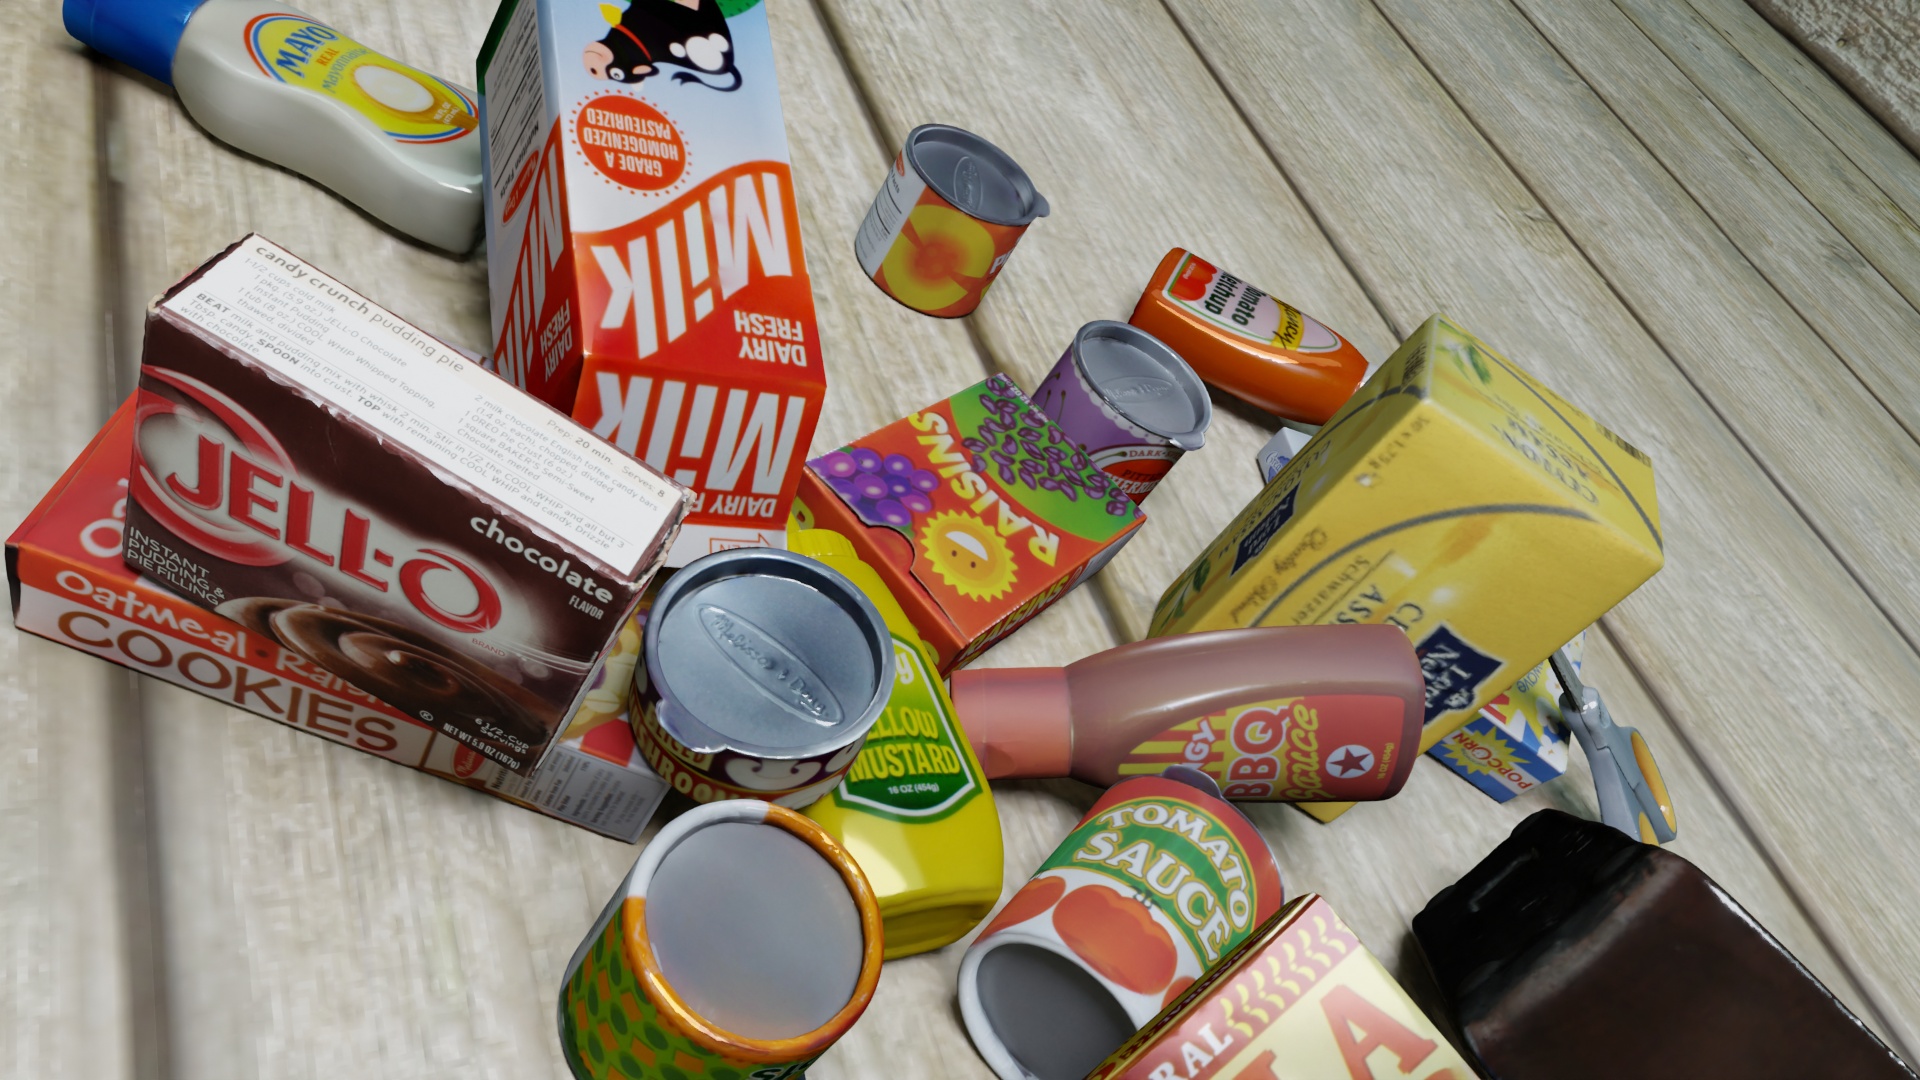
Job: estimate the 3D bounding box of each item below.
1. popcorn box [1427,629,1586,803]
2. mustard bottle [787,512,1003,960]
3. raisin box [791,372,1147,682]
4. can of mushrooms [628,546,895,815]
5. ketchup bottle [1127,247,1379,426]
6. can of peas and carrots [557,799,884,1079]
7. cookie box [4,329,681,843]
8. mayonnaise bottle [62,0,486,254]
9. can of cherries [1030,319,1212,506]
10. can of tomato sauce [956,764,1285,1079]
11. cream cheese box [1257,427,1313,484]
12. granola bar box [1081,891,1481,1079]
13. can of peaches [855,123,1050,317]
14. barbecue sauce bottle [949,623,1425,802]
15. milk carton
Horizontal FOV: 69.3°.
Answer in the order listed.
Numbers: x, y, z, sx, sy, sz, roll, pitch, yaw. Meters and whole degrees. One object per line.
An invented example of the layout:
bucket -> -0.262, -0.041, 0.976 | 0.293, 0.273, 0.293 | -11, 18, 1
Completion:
popcorn box -> 0.228, 0.037, 0.611 | 0.085, 0.038, 0.127 | 35, 51, -8
mustard bottle -> -0.039, 0.046, 0.427 | 0.065, 0.048, 0.161 | 1, 52, -34
raisin box -> 0.002, -0.006, 0.514 | 0.086, 0.040, 0.124 | 47, 42, 11
can of mushrooms -> -0.055, 0.038, 0.369 | 0.071, 0.033, 0.071 | 12, 48, -14
ketchup bottle -> 0.157, -0.088, 0.679 | 0.149, 0.043, 0.065 | 29, 43, 6
can of peas and carrots -> -0.058, 0.109, 0.347 | 0.071, 0.058, 0.071 | 19, 44, -19
cookie box -> -0.151, 0.000, 0.399 | 0.167, 0.040, 0.123 | 24, 43, -15
mayonnaise bottle -> -0.232, -0.158, 0.492 | 0.148, 0.041, 0.065 | 25, 43, -14
can of cherries -> 0.062, -0.047, 0.580 | 0.071, 0.058, 0.072 | 20, 42, -20
can of tomato sauce -> 0.048, 0.116, 0.405 | 0.071, 0.070, 0.083 | 45, 41, 9
cream cheese box -> 0.195, -0.017, 0.671 | 0.104, 0.024, 0.053 | 14, 44, -24
granola bar box -> 0.059, 0.181, 0.310 | 0.166, 0.039, 0.124 | -36, 74, -14
can of peaches -> -0.005, -0.142, 0.624 | 0.071, 0.057, 0.071 | 20, 42, -19
barbecue sauce bottle -> 0.071, 0.058, 0.455 | 0.149, 0.064, 0.044 | -1, 39, -2
milk carton -> -0.094, -0.081, 0.411 | 0.072, 0.073, 0.191 | 4, 65, -34
